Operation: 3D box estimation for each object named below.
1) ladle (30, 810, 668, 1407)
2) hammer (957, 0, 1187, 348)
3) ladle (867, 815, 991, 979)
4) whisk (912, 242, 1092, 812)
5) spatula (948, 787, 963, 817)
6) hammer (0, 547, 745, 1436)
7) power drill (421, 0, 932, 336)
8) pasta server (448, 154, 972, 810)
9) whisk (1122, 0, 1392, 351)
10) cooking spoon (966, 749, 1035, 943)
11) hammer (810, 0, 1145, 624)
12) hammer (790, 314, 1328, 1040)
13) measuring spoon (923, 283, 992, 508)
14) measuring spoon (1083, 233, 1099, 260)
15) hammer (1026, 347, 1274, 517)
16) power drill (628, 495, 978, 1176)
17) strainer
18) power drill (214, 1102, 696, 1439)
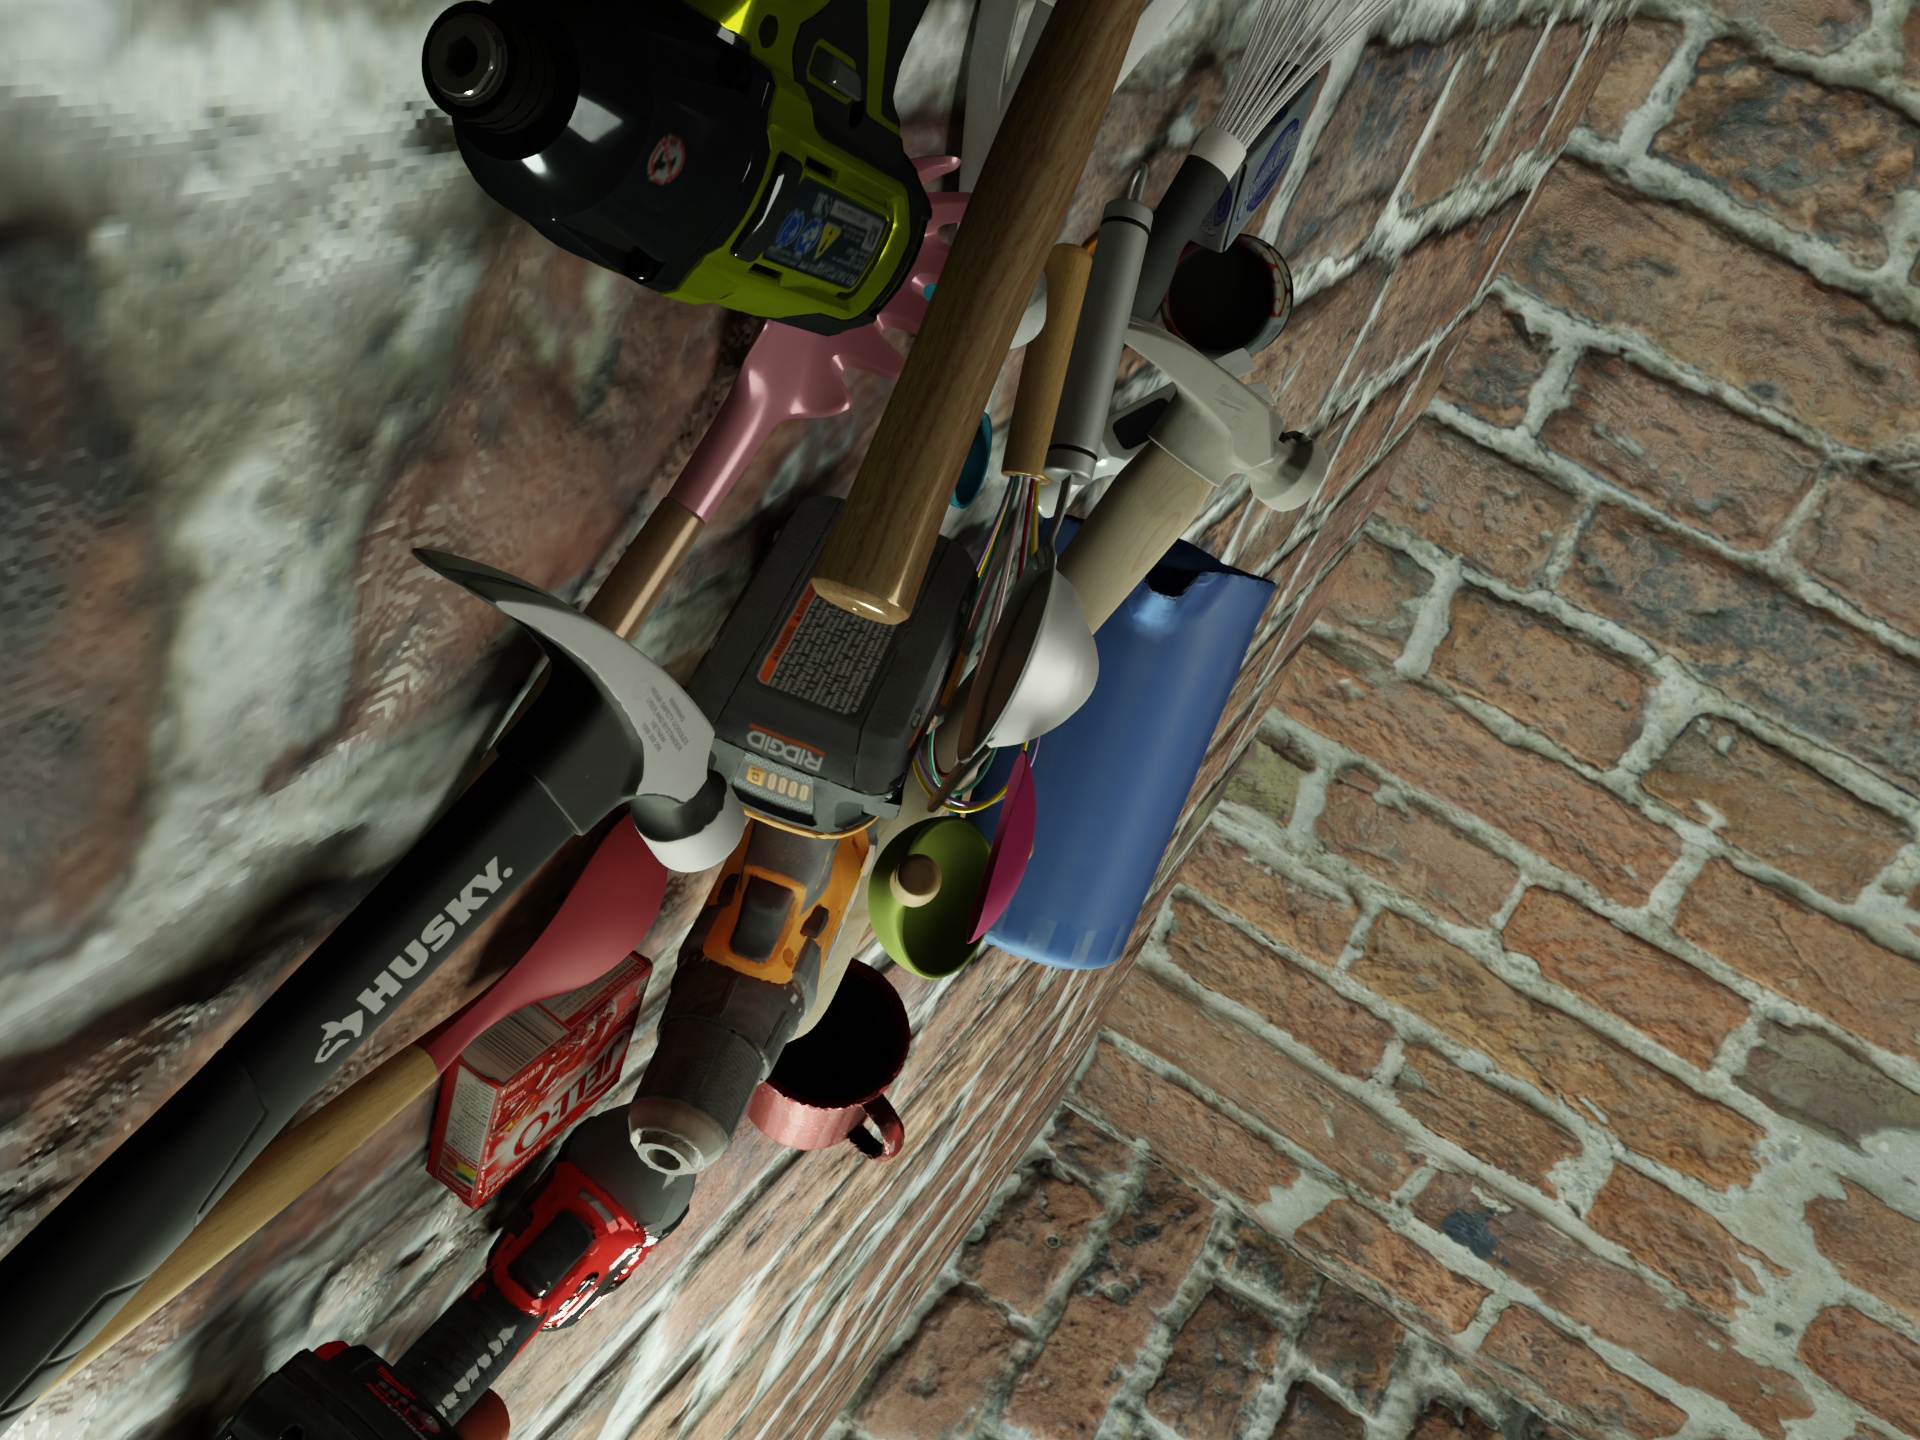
[{"bbox_3d":[-0.192,0.123,0.506,0.315,0.031,0.069,-41,154,-46],"label":"ladle"},{"bbox_3d":[0.118,-0.329,0.622,0.405,0.035,0.144,-54,165,-19],"label":"hammer"},{"bbox_3d":[-0.008,0.068,0.635,0.320,0.062,0.078,110,-7,-83],"label":"ladle"},{"bbox_3d":[0.019,-0.082,0.674,0.051,0.047,0.245,13,88,-40],"label":"whisk"},{"bbox_3d":[0.052,-0.005,1.046,0.317,0.044,0.082,-46,151,-46],"label":"spatula"},{"bbox_3d":[-0.191,0.101,0.400,0.335,0.035,0.146,-49,147,-20],"label":"hammer"},{"bbox_3d":[-0.020,-0.196,0.341,0.223,0.080,0.171,-60,167,15],"label":"power drill"},{"bbox_3d":[-0.094,-0.039,0.482,0.316,0.040,0.060,-57,141,-4],"label":"pasta server"},{"bbox_3d":[0.134,-0.284,0.720,0.284,0.070,0.070,-57,166,3],"label":"whisk"},{"bbox_3d":[0.022,0.052,0.654,0.319,0.017,0.069,56,50,-85],"label":"cooking spoon"},{"bbox_3d":[0.032,-0.183,0.440,0.331,0.031,0.130,-68,-165,-4],"label":"hammer"},{"bbox_3d":[-0.001,-0.002,0.773,0.410,0.146,0.038,-52,-148,14],"label":"hammer"},{"bbox_3d":[-0.011,-0.132,0.637,0.128,0.021,0.042,70,40,-61],"label":"measuring spoon"},{"bbox_3d":[0.082,-0.231,0.759,0.117,0.011,0.021,-36,148,-50],"label":"measuring spoon"},{"bbox_3d":[0.124,-0.157,0.934,0.128,0.033,0.331,-28,178,14],"label":"hammer"},{"bbox_3d":[-0.070,0.052,0.605,0.226,0.084,0.185,109,2,-47],"label":"power drill"},{"bbox_3d":[0.041,-0.086,0.588,0.087,0.050,0.258,161,-57,-78],"label":"strainer"},{"bbox_3d":[-0.183,0.235,0.619,0.143,0.078,0.220,-50,176,31],"label":"power drill"}]
